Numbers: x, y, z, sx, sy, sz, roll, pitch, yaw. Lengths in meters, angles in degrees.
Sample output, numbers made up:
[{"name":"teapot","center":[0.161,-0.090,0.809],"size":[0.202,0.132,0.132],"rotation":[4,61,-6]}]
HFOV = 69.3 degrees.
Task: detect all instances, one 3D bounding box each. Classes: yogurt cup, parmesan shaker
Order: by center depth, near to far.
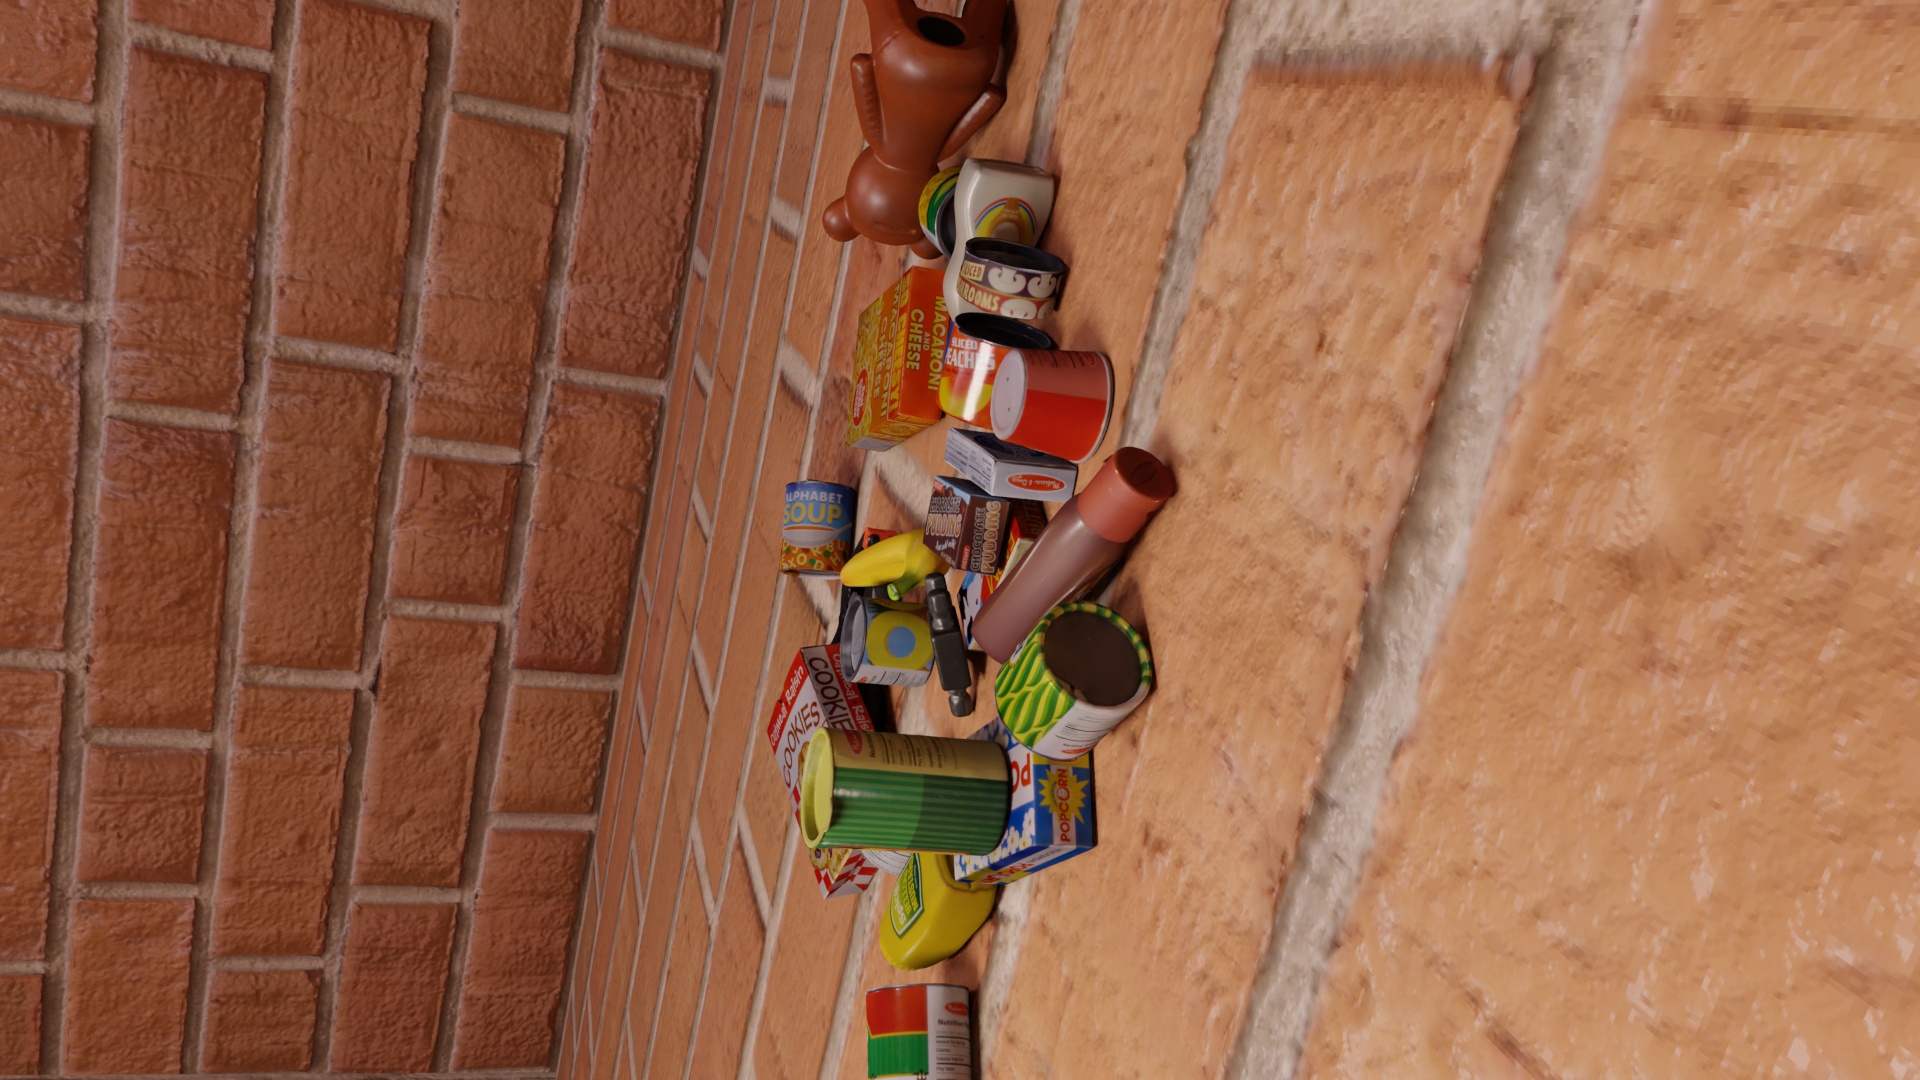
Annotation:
[{"name":"parmesan shaker","center":[-0.031,0.143,0.777],"size":[0.071,0.103,0.071],"rotation":[-171,89,-71]},{"name":"yogurt cup","center":[0.052,-0.083,0.822],"size":[0.072,0.054,0.072],"rotation":[-172,89,-70]}]

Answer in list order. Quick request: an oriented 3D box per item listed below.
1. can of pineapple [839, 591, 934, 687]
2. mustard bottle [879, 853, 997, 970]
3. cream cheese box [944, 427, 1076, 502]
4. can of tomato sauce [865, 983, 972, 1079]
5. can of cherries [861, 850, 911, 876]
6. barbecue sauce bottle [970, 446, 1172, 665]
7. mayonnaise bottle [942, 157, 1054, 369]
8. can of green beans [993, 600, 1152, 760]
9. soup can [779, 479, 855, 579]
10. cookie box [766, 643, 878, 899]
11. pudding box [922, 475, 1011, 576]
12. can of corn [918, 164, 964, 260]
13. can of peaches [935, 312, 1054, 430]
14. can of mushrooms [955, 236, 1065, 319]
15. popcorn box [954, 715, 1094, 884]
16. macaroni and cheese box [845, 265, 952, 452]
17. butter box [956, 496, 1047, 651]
[{"name":"can of pineapple","center":[-0.055,0.076,1.063],"size":[0.071,0.058,0.071],"rotation":[-171,89,-71]},{"name":"mustard bottle","center":[-0.021,0.245,0.914],"size":[0.159,0.049,0.065],"rotation":[116,155,-43]},{"name":"cream cheese box","center":[0.029,-0.049,0.875],"size":[0.104,0.053,0.024],"rotation":[-138,56,-67]},{"name":"can of tomato sauce","center":[-0.027,0.326,0.872],"size":[0.071,0.071,0.083],"rotation":[129,143,-57]},{"name":"can of cherries","center":[-0.033,0.185,0.949],"size":[0.072,0.071,0.058],"rotation":[-107,30,-50]},{"name":"barbecue sauce bottle","center":[0.061,0.008,0.759],"size":[0.044,0.065,0.147],"rotation":[45,133,9]},{"name":"mayonnaise bottle","center":[0.019,-0.183,0.949],"size":[0.041,0.065,0.147],"rotation":[-123,40,-56]},{"name":"can of green beans","center":[0.058,0.073,0.725],"size":[0.057,0.071,0.071],"rotation":[124,148,-51]},{"name":"soup can","center":[-0.136,-0.010,1.309],"size":[0.071,0.071,0.084],"rotation":[155,120,-68]},{"name":"cookie box","center":[-0.105,0.186,1.130],"size":[0.168,0.040,0.122],"rotation":[64,145,33]},{"name":"pudding box","center":[0.003,-0.011,0.892],"size":[0.084,0.030,0.049],"rotation":[-144,64,-70]},{"name":"can of corn","center":[0.009,-0.232,0.987],"size":[0.058,0.071,0.071],"rotation":[-122,43,-62]},{"name":"can of peaches","center":[0.020,-0.109,0.900],"size":[0.071,0.071,0.057],"rotation":[-116,37,-58]},{"name":"can of mushrooms","center":[0.030,-0.169,0.893],"size":[0.071,0.071,0.033],"rotation":[-115,36,-57]},{"name":"popcorn box","center":[0.034,0.148,0.809],"size":[0.126,0.038,0.085],"rotation":[133,139,-59]},{"name":"macaroni and cheese box","center":[-0.052,-0.149,1.168],"size":[0.166,0.040,0.124],"rotation":[165,112,-70]},{"name":"butter box","center":[0.027,0.019,0.900],"size":[0.053,0.024,0.103],"rotation":[-104,28,-46]}]
